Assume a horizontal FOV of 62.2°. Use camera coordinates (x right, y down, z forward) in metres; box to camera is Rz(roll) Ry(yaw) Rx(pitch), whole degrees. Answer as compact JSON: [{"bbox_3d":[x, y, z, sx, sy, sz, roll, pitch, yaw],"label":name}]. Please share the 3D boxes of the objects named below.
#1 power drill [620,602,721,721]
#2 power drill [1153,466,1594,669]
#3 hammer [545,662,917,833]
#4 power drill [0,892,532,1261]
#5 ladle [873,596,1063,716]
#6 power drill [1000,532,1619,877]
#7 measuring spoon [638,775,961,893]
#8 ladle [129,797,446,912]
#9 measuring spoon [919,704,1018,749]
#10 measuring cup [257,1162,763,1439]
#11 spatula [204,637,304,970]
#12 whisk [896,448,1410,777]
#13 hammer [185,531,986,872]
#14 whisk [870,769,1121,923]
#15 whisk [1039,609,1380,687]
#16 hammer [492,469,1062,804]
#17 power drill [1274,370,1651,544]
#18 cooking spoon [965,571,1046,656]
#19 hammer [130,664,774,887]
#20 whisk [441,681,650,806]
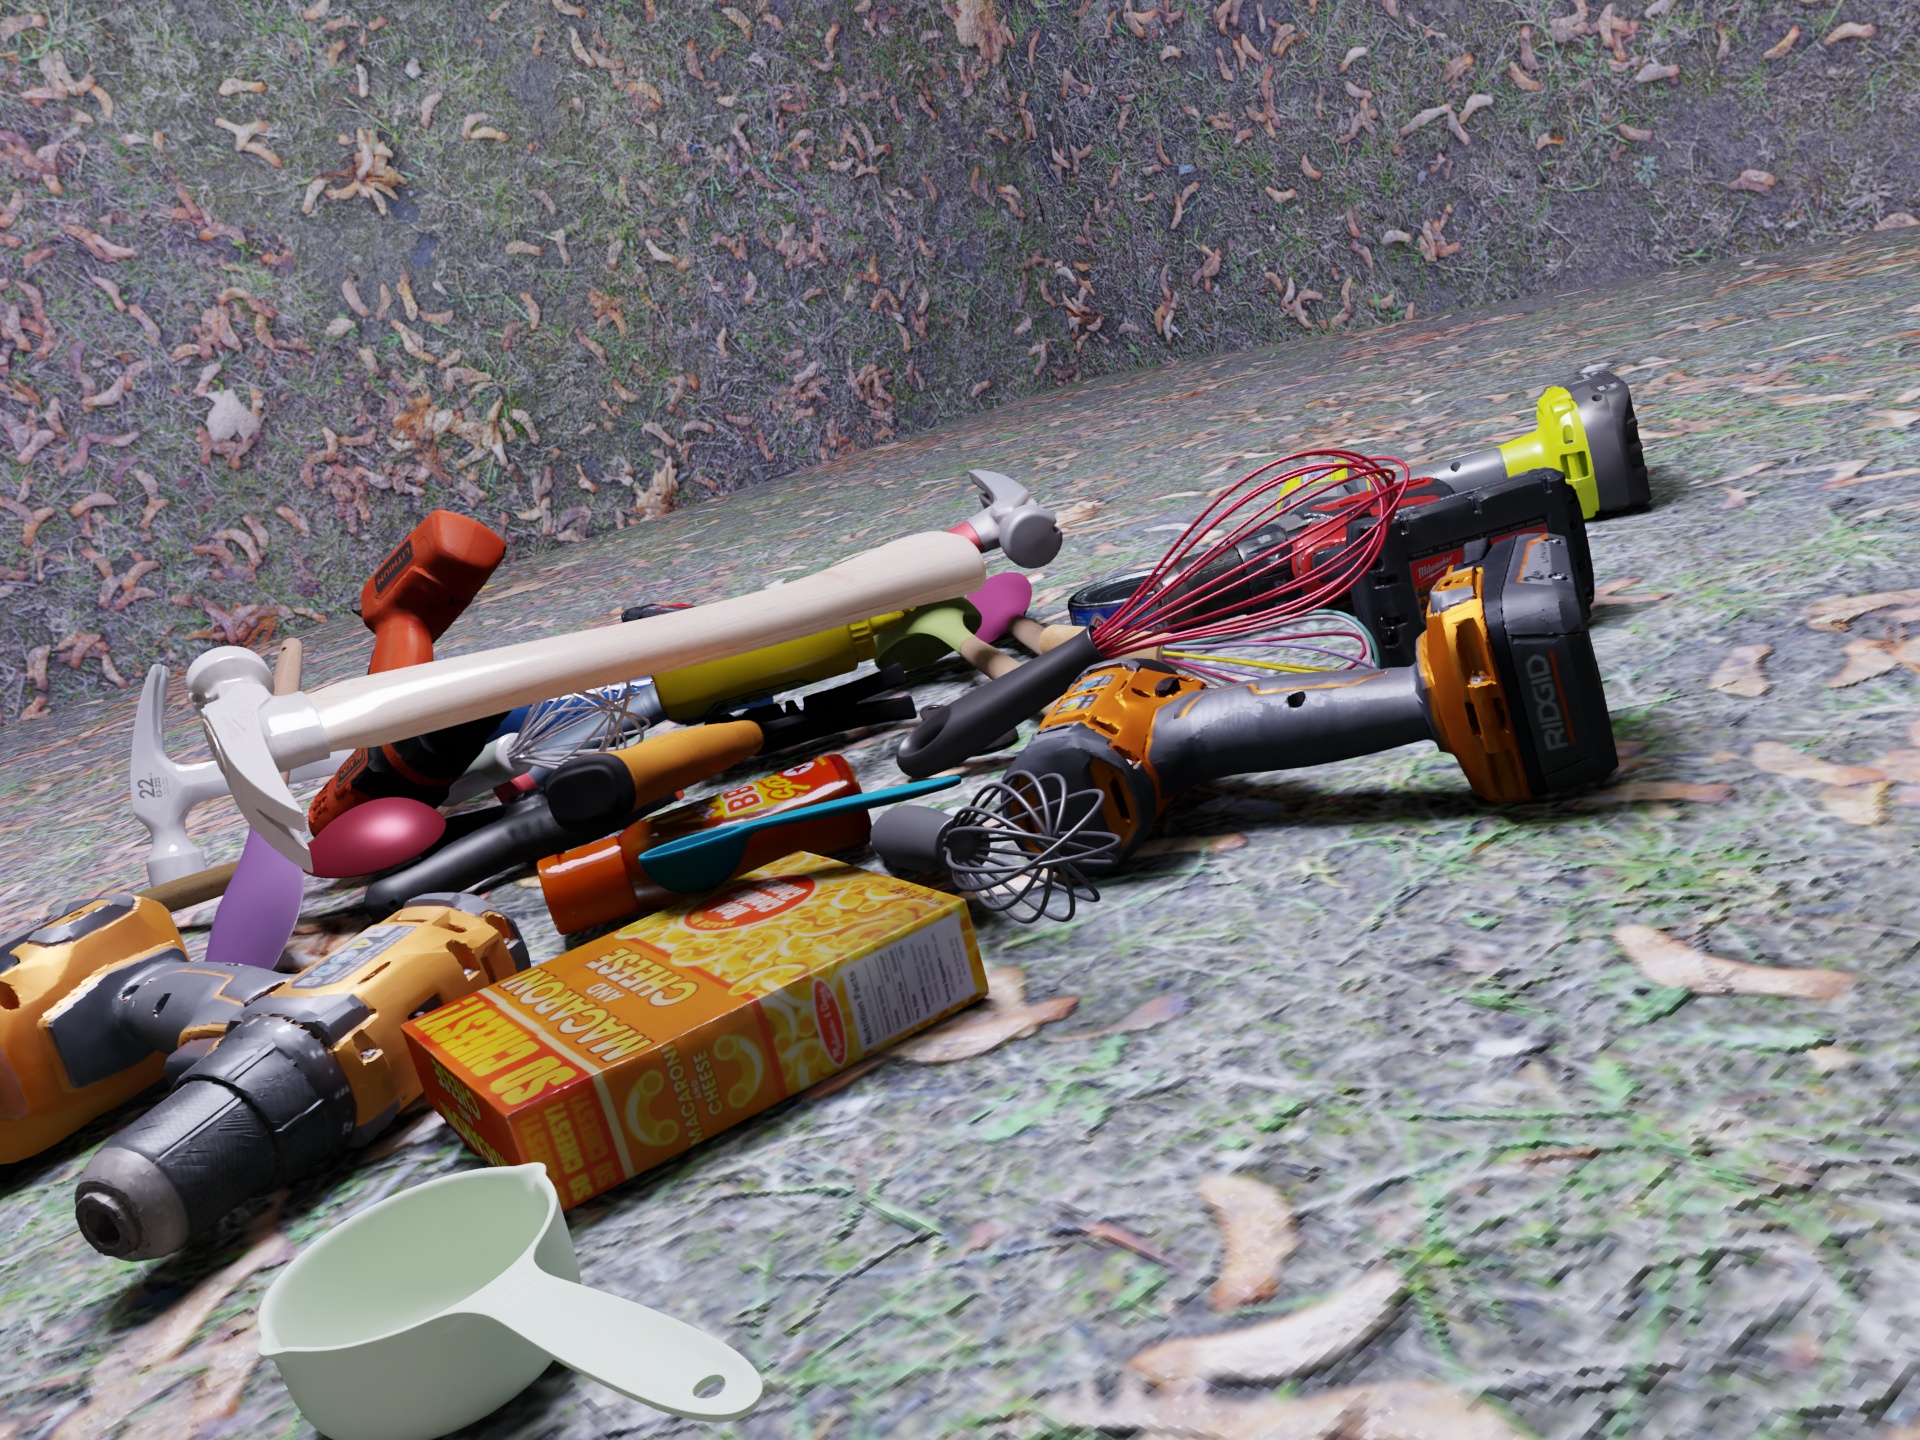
[{"bbox_3d":[-0.131,-0.071,1.188,0.219,0.078,0.143,-19,14,-25],"label":"power drill"},{"bbox_3d":[0.218,-0.084,0.876,0.188,0.080,0.227,-16,11,-4],"label":"power drill"},{"bbox_3d":[-0.114,0.012,0.798,0.127,0.034,0.337,-15,3,10],"label":"hammer"},{"bbox_3d":[-0.302,0.129,0.597,0.226,0.084,0.185,-4,19,23],"label":"power drill"},{"bbox_3d":[0.019,-0.025,0.947,0.078,0.062,0.320,-21,22,-14],"label":"ladle"},{"bbox_3d":[0.142,-0.009,0.658,0.226,0.084,0.164,-14,14,22],"label":"power drill"},{"bbox_3d":[-0.059,0.045,0.602,0.128,0.021,0.042,-14,4,10],"label":"measuring spoon"},{"bbox_3d":[-0.414,0.090,0.901,0.315,0.031,0.069,-16,21,28],"label":"ladle"},{"bbox_3d":[-0.001,-0.003,0.900,0.034,0.018,0.124,-16,14,-16],"label":"measuring spoon"},{"bbox_3d":[-0.101,0.152,0.380,0.168,0.038,0.083,0,21,41],"label":"measuring cup"},{"bbox_3d":[-0.381,0.041,0.881,0.060,0.018,0.316,-31,38,5],"label":"spatula"},{"bbox_3d":[0.085,-0.046,0.776,0.296,0.073,0.073,-31,7,24],"label":"whisk"},{"bbox_3d":[-0.157,-0.032,0.805,0.410,0.038,0.146,-17,39,-30],"label":"hammer"},{"bbox_3d":[0.002,0.045,0.614,0.055,0.055,0.239,-19,3,-17],"label":"whisk"},{"bbox_3d":[0.121,-0.034,0.818,0.047,0.051,0.245,-32,24,-29],"label":"whisk"},{"bbox_3d":[-0.127,-0.053,1.023,0.386,0.038,0.143,-28,25,-5],"label":"hammer"},{"bbox_3d":[0.325,-0.164,1.067,0.228,0.080,0.190,-13,14,17],"label":"power drill"},{"bbox_3d":[0.045,-0.057,1.032,0.069,0.017,0.319,-44,20,-1],"label":"cooking spoon"},{"bbox_3d":[-0.327,0.003,1.041,0.405,0.144,0.035,-11,2,-12],"label":"hammer"},{"bbox_3d":[-0.249,0.018,0.903,0.057,0.059,0.246,26,-28,-32],"label":"whisk"}]
